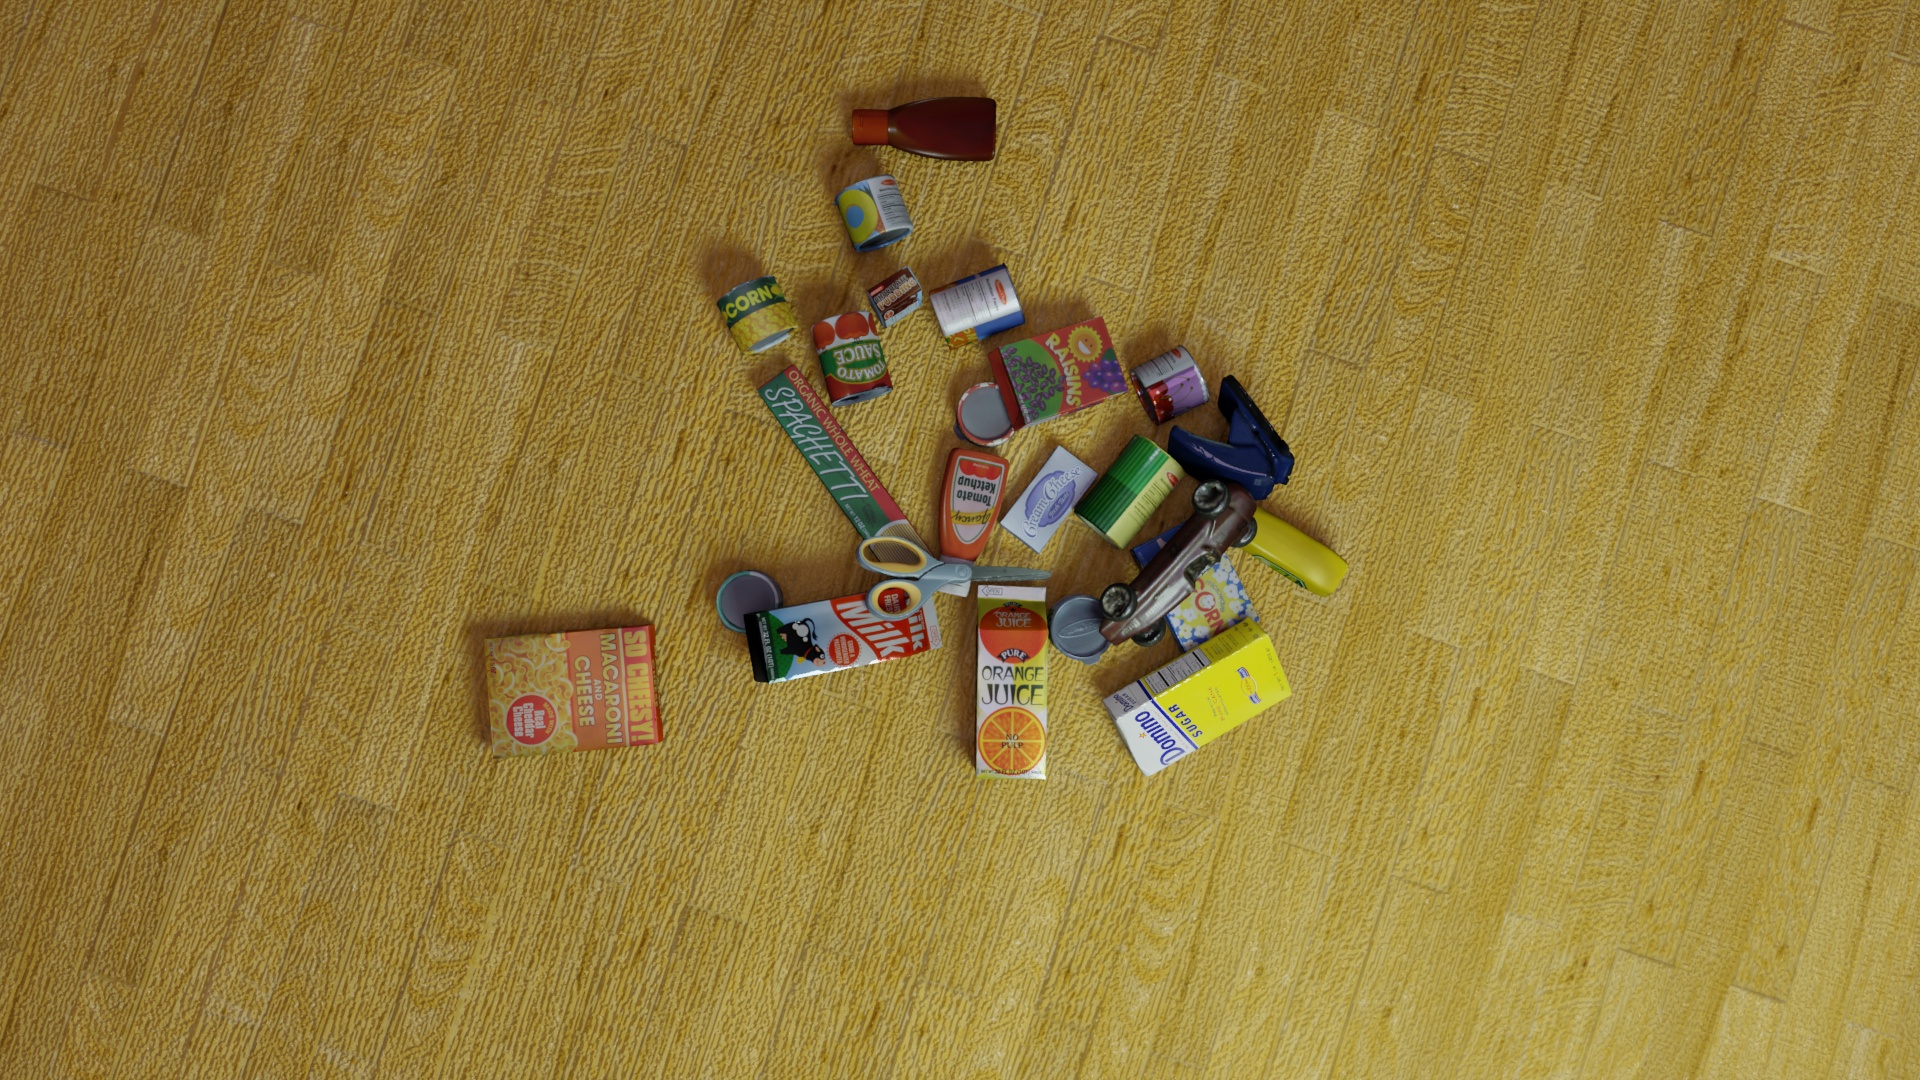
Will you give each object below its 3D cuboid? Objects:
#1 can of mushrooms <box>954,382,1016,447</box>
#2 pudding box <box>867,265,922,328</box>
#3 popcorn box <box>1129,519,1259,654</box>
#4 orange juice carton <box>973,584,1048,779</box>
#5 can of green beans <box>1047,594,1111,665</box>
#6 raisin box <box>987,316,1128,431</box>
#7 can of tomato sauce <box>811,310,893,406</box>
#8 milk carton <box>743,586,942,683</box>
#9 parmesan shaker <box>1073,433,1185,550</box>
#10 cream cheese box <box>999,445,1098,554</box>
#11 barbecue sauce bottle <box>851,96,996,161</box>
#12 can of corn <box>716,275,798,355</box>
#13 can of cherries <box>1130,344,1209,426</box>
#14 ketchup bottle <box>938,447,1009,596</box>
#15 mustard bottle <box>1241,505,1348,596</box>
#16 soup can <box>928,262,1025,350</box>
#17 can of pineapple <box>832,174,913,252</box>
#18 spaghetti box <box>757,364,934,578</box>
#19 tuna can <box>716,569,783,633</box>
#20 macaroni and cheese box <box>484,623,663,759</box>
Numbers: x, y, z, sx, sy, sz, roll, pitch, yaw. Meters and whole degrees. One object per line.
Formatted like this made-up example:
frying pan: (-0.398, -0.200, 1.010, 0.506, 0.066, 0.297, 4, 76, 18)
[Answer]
can of mushrooms: (0.027, -0.129, 1.438, 0.071, 0.033, 0.071, 0, 89, -2)
pudding box: (-0.066, -0.247, 1.414, 0.050, 0.083, 0.030, -32, 89, -1)
popcorn box: (0.241, 0.046, 1.436, 0.085, 0.038, 0.126, -27, 89, -1)
orange juice carton: (0.051, 0.142, 1.411, 0.072, 0.073, 0.192, 1, 88, -1)
can of green beans: (0.122, 0.088, 1.422, 0.071, 0.058, 0.071, 0, 88, -2)
raisin box: (0.100, -0.171, 1.421, 0.124, 0.040, 0.086, -19, 88, -20)
can of tomato sauce: (-0.110, -0.186, 1.418, 0.071, 0.071, 0.083, -15, 89, -2)
milk carton: (-0.113, 0.091, 1.395, 0.191, 0.073, 0.072, -10, 89, -20)
parmesan shaker: (0.171, -0.050, 1.421, 0.071, 0.071, 0.103, 40, 88, 0)
cream cheese box: (0.091, -0.042, 1.441, 0.053, 0.024, 0.104, 37, 88, 3)
barbecue sauce bottle: (-0.037, -0.428, 1.441, 0.149, 0.043, 0.065, 1, 89, -1)
can of corn: (-0.207, -0.229, 1.417, 0.071, 0.071, 0.058, -27, 90, -2)
can of cherries: (0.215, -0.157, 1.429, 0.058, 0.071, 0.071, -27, 89, -2)
ketchup bottle: (0.005, -0.018, 1.429, 0.065, 0.043, 0.148, 12, 89, -10)
mustard bottle: (0.319, -0.001, 1.430, 0.160, 0.065, 0.049, 32, 89, 7)
soup can: (0.017, -0.239, 1.425, 0.084, 0.071, 0.071, -20, 89, 3)
can of pineapple: (-0.089, -0.334, 1.427, 0.071, 0.071, 0.058, -21, 89, -2)
spaghetti box: (-0.119, -0.069, 1.435, 0.050, 0.028, 0.250, -36, 90, -3)
tuna can: (-0.218, 0.065, 1.426, 0.071, 0.033, 0.071, 0, 88, -2)
macaroni and cheese box: (-0.392, 0.152, 1.416, 0.166, 0.040, 0.123, -5, 88, -1)
